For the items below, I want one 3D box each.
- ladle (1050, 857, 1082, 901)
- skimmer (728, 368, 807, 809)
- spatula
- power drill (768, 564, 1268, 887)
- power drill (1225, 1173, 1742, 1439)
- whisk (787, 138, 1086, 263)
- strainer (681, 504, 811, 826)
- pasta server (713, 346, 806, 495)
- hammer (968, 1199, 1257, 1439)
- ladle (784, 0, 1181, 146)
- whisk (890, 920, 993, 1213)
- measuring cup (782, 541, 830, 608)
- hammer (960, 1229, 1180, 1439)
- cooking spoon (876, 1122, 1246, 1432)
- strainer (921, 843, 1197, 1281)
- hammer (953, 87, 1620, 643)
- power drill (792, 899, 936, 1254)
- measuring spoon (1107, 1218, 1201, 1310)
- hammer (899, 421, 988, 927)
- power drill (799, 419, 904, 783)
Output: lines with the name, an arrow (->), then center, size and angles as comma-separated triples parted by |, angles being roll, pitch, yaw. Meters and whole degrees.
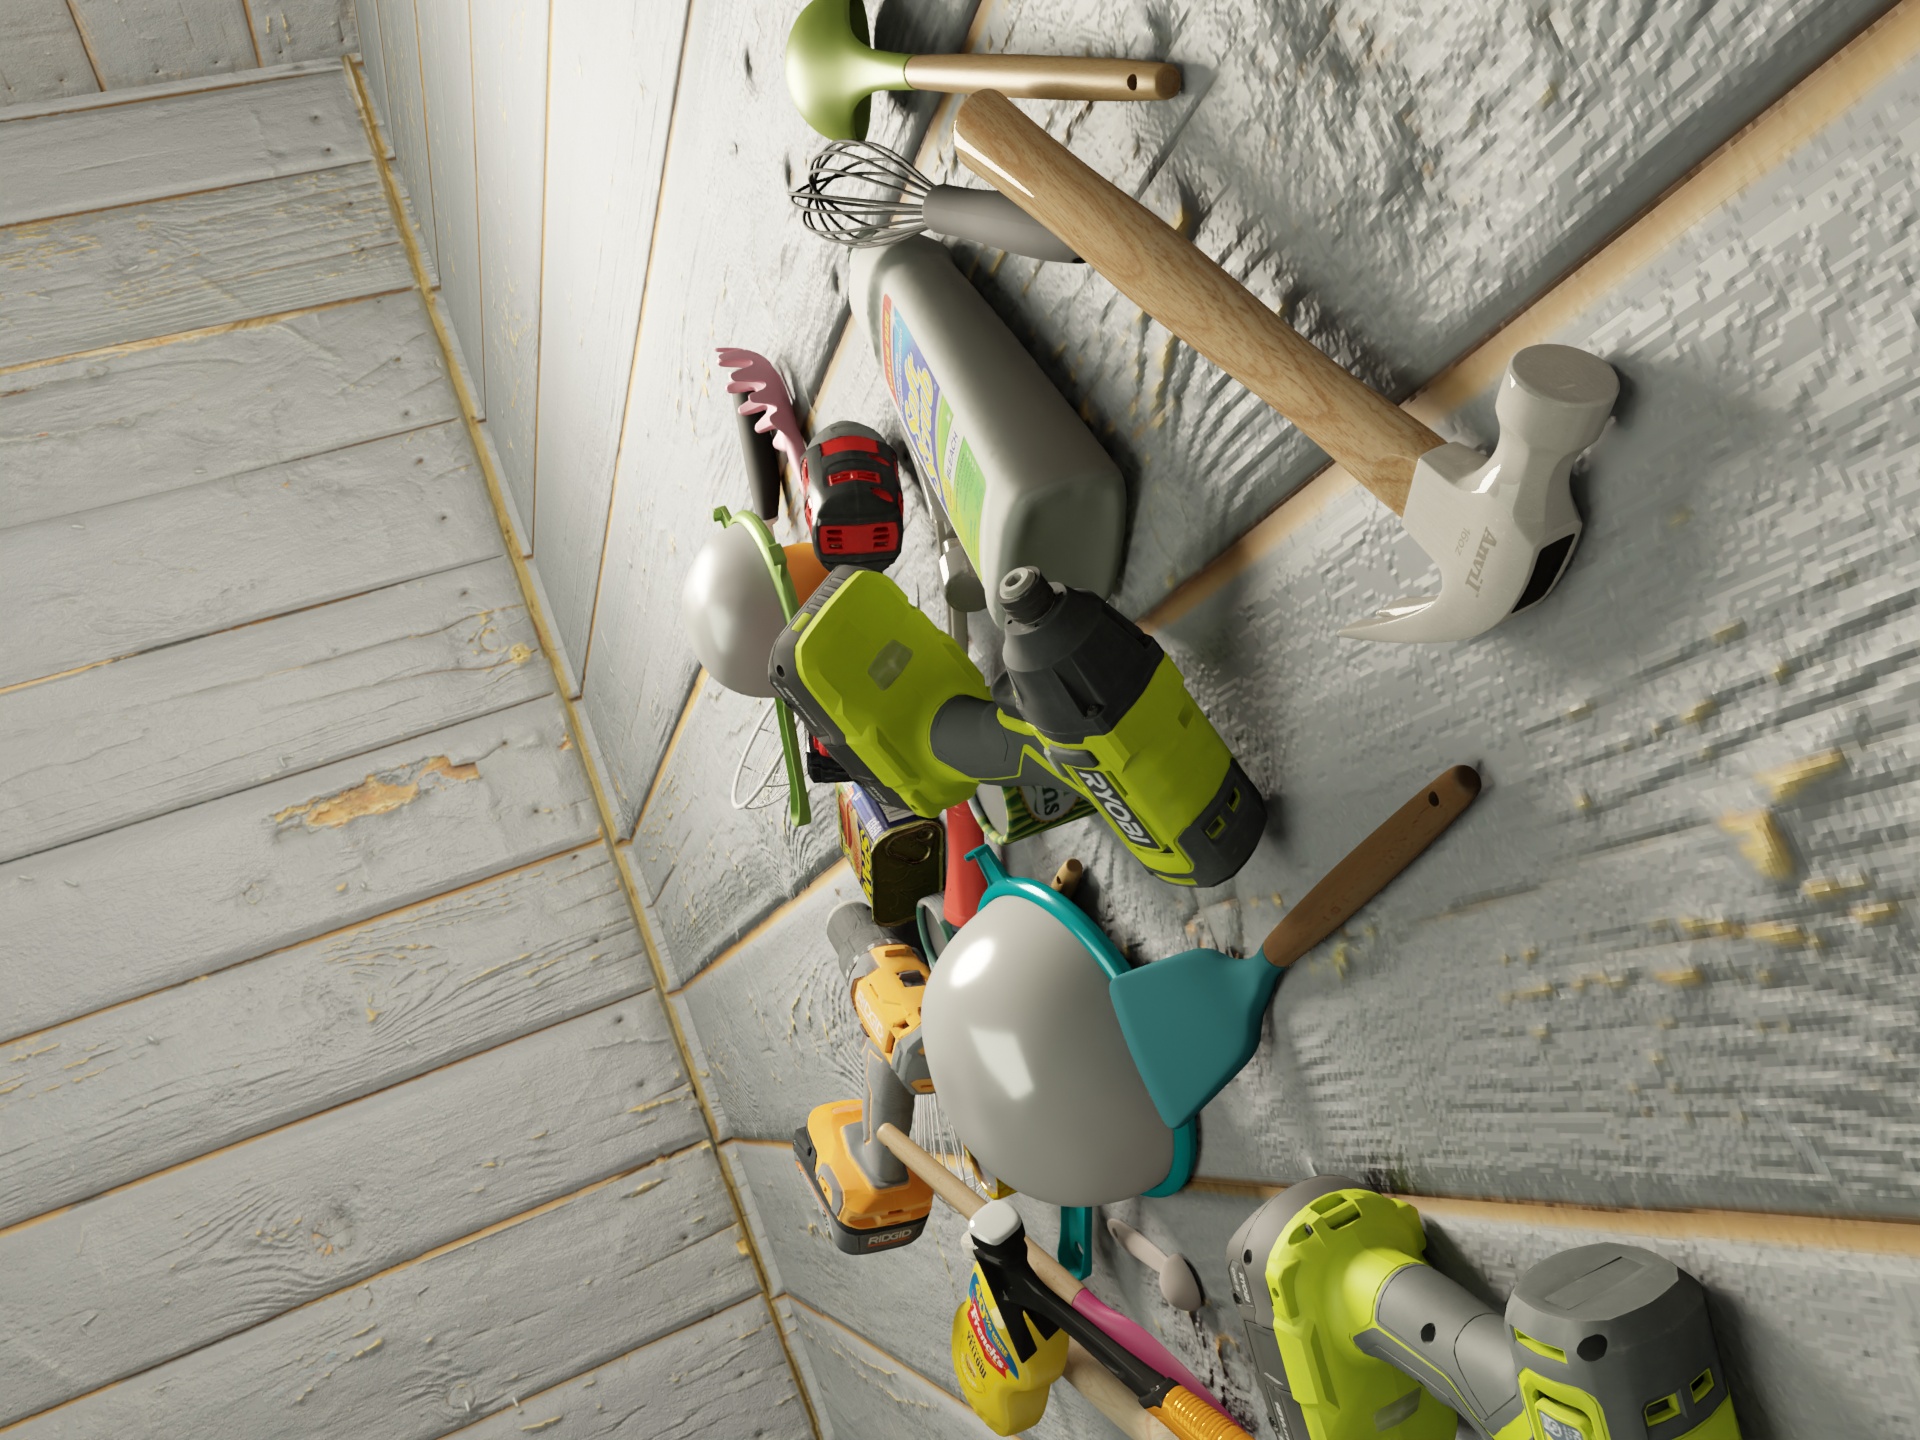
ladle -> 0.040, 0.169, 1.048 | 0.069, 0.031, 0.315 | 60, 156, 25
skimmer -> -0.175, -0.101, 1.297 | 0.127, 0.090, 0.363 | -110, 11, -66
spatula -> 0.138, 0.096, 0.686 | 0.317, 0.044, 0.082 | 112, 140, -60
power drill -> 0.016, -0.009, 0.734 | 0.223, 0.080, 0.171 | 9, 146, 51
power drill -> 0.208, 0.280, 0.613 | 0.228, 0.080, 0.190 | -4, 103, 68
whisk -> -0.006, -0.239, 0.748 | 0.239, 0.055, 0.055 | 29, 135, 46
strainer -> -0.162, -0.028, 1.201 | 0.152, 0.069, 0.256 | -143, 41, -59
pasta server -> -0.104, -0.137, 1.154 | 0.060, 0.040, 0.316 | 100, 147, -76
hammer -> 0.129, 0.395, 0.888 | 0.337, 0.034, 0.127 | 23, 139, 49
ladle -> 0.004, -0.296, 0.727 | 0.320, 0.062, 0.078 | 33, 131, 51
whisk -> -0.021, 0.252, 1.257 | 0.070, 0.070, 0.284 | 174, 84, -71
measuring cup -> -0.108, -0.053, 1.222 | 0.095, 0.052, 0.173 | 14, 122, 68
hammer -> 0.102, 0.484, 1.145 | 0.411, 0.038, 0.146 | -6, 103, 70
cooking spoon -> 0.058, 0.358, 1.031 | 0.319, 0.017, 0.068 | 32, 156, 34
strainer -> 0.041, 0.257, 0.981 | 0.211, 0.095, 0.340 | 40, 145, 43
hammer -> 0.092, -0.146, 0.580 | 0.332, 0.031, 0.130 | 51, 153, 36
power drill -> -0.069, 0.265, 1.214 | 0.186, 0.084, 0.226 | 49, 134, 50
measuring spoon -> 0.116, 0.342, 1.006 | 0.124, 0.018, 0.034 | -177, 70, -70
hammer -> -0.002, -0.003, 0.970 | 0.358, 0.036, 0.149 | 87, 172, -45
power drill -> -0.067, -0.080, 1.016 | 0.143, 0.078, 0.219 | -102, 10, -53
